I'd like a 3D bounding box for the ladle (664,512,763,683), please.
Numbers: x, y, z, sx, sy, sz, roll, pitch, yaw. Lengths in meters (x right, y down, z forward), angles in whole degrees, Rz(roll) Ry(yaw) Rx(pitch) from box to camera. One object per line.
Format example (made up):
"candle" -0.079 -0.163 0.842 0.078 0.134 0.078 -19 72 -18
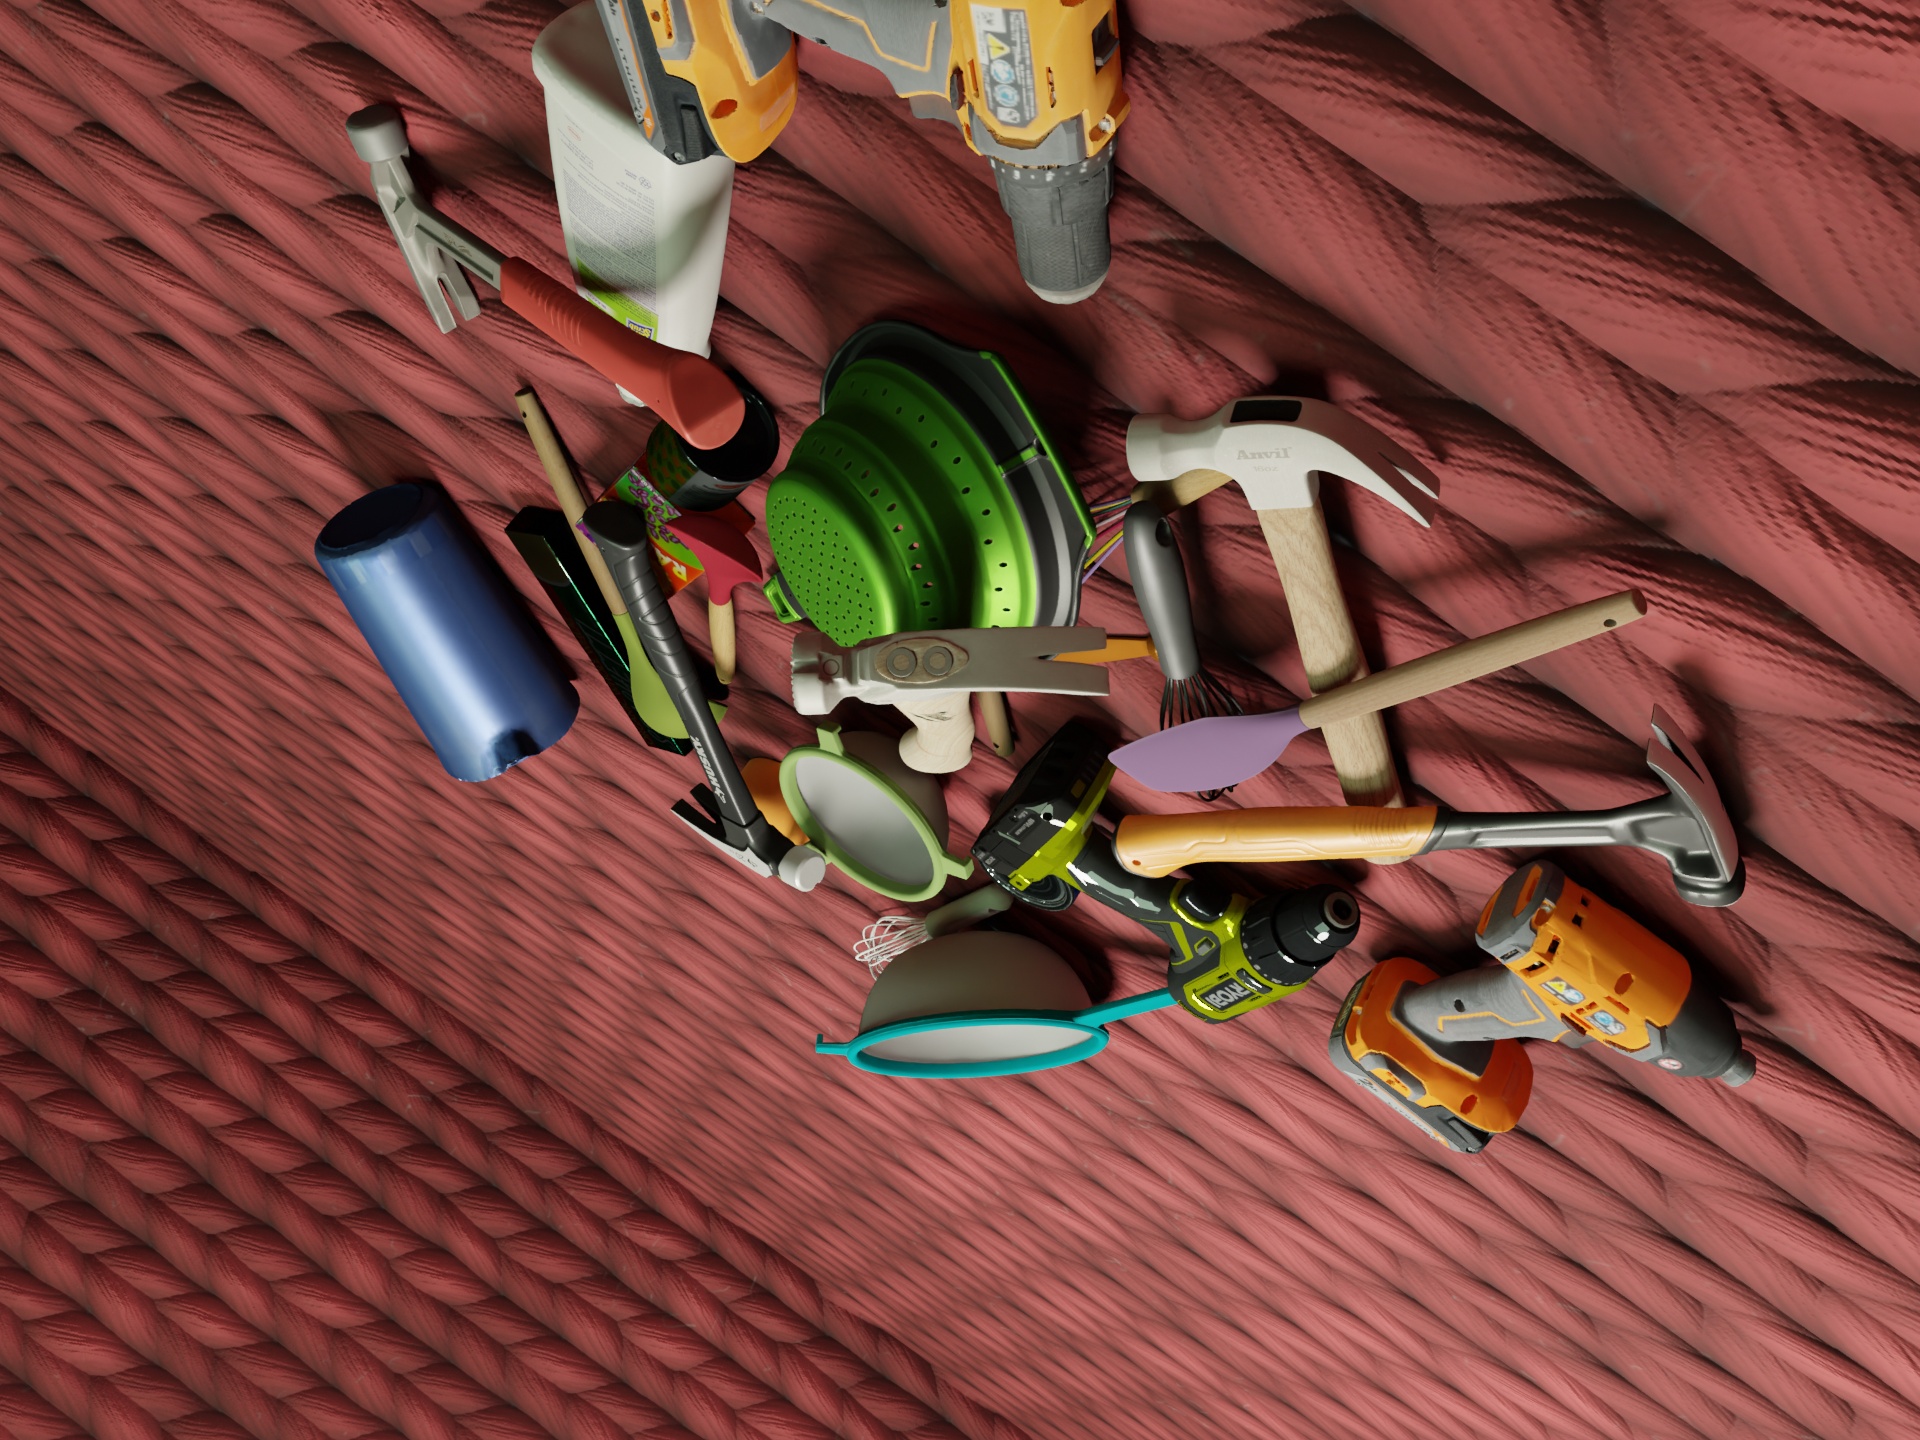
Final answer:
"ladle" -0.165 -0.075 1.098 0.069 0.031 0.315 31 163 2

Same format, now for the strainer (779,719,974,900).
"strainer" -0.079 0.074 1.227 0.151 0.069 0.256 45 150 -6

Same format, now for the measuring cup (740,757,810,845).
"measuring cup" -0.124 0.100 1.332 0.174 0.052 0.095 31 150 15

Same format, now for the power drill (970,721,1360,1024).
"power drill" 0.136 0.104 1.041 0.228 0.080 0.190 35 151 -2

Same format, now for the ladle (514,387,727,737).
"ladle" -0.256 -0.112 1.195 0.078 0.062 0.319 17 139 37

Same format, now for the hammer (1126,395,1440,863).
"hammer" 0.192 -0.031 0.808 0.130 0.031 0.331 1 141 29

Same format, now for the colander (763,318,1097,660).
"colander" -0.071 -0.089 0.916 0.204 0.094 0.397 61 155 -6

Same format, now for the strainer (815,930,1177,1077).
"strainer" 0.061 0.205 1.253 0.340 0.095 0.210 -21 151 32

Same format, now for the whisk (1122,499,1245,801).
"whisk" 0.122 -0.034 0.860 0.055 0.055 0.238 17 151 31

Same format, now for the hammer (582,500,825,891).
"hammer" -0.201 -0.016 1.159 0.146 0.035 0.334 22 143 38

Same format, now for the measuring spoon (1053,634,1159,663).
"measuring spoon" 0.082 -0.040 0.954 0.117 0.011 0.021 -1 134 48

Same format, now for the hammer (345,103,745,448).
"hammer" -0.233 -0.229 0.895 0.359 0.037 0.149 37 155 36

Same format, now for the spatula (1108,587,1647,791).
"spatula" 0.195 -0.008 0.793 0.059 0.018 0.316 33 147 -25

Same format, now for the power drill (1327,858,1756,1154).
"power drill" 0.337 0.181 0.934 0.164 0.084 0.226 36 147 0

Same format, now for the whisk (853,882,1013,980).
"whisk" -0.024 0.176 1.344 0.057 0.059 0.246 6 158 -28

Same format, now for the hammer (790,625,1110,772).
"hammer" -0.001 -0.003 0.921 0.146 0.038 0.410 -2 173 1

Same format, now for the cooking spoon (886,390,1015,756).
"cooking spoon" -0.002 -0.084 0.974 0.069 0.017 0.318 24 149 33

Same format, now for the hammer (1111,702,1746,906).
"hammer" 0.225 0.056 0.851 0.337 0.034 0.127 -6 138 38

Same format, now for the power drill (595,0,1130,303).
"power drill" -0.034 -0.274 0.680 0.226 0.084 0.185 17 147 23

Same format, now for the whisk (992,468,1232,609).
"whisk" 0.082 -0.110 0.830 0.051 0.047 0.245 35 149 -21
